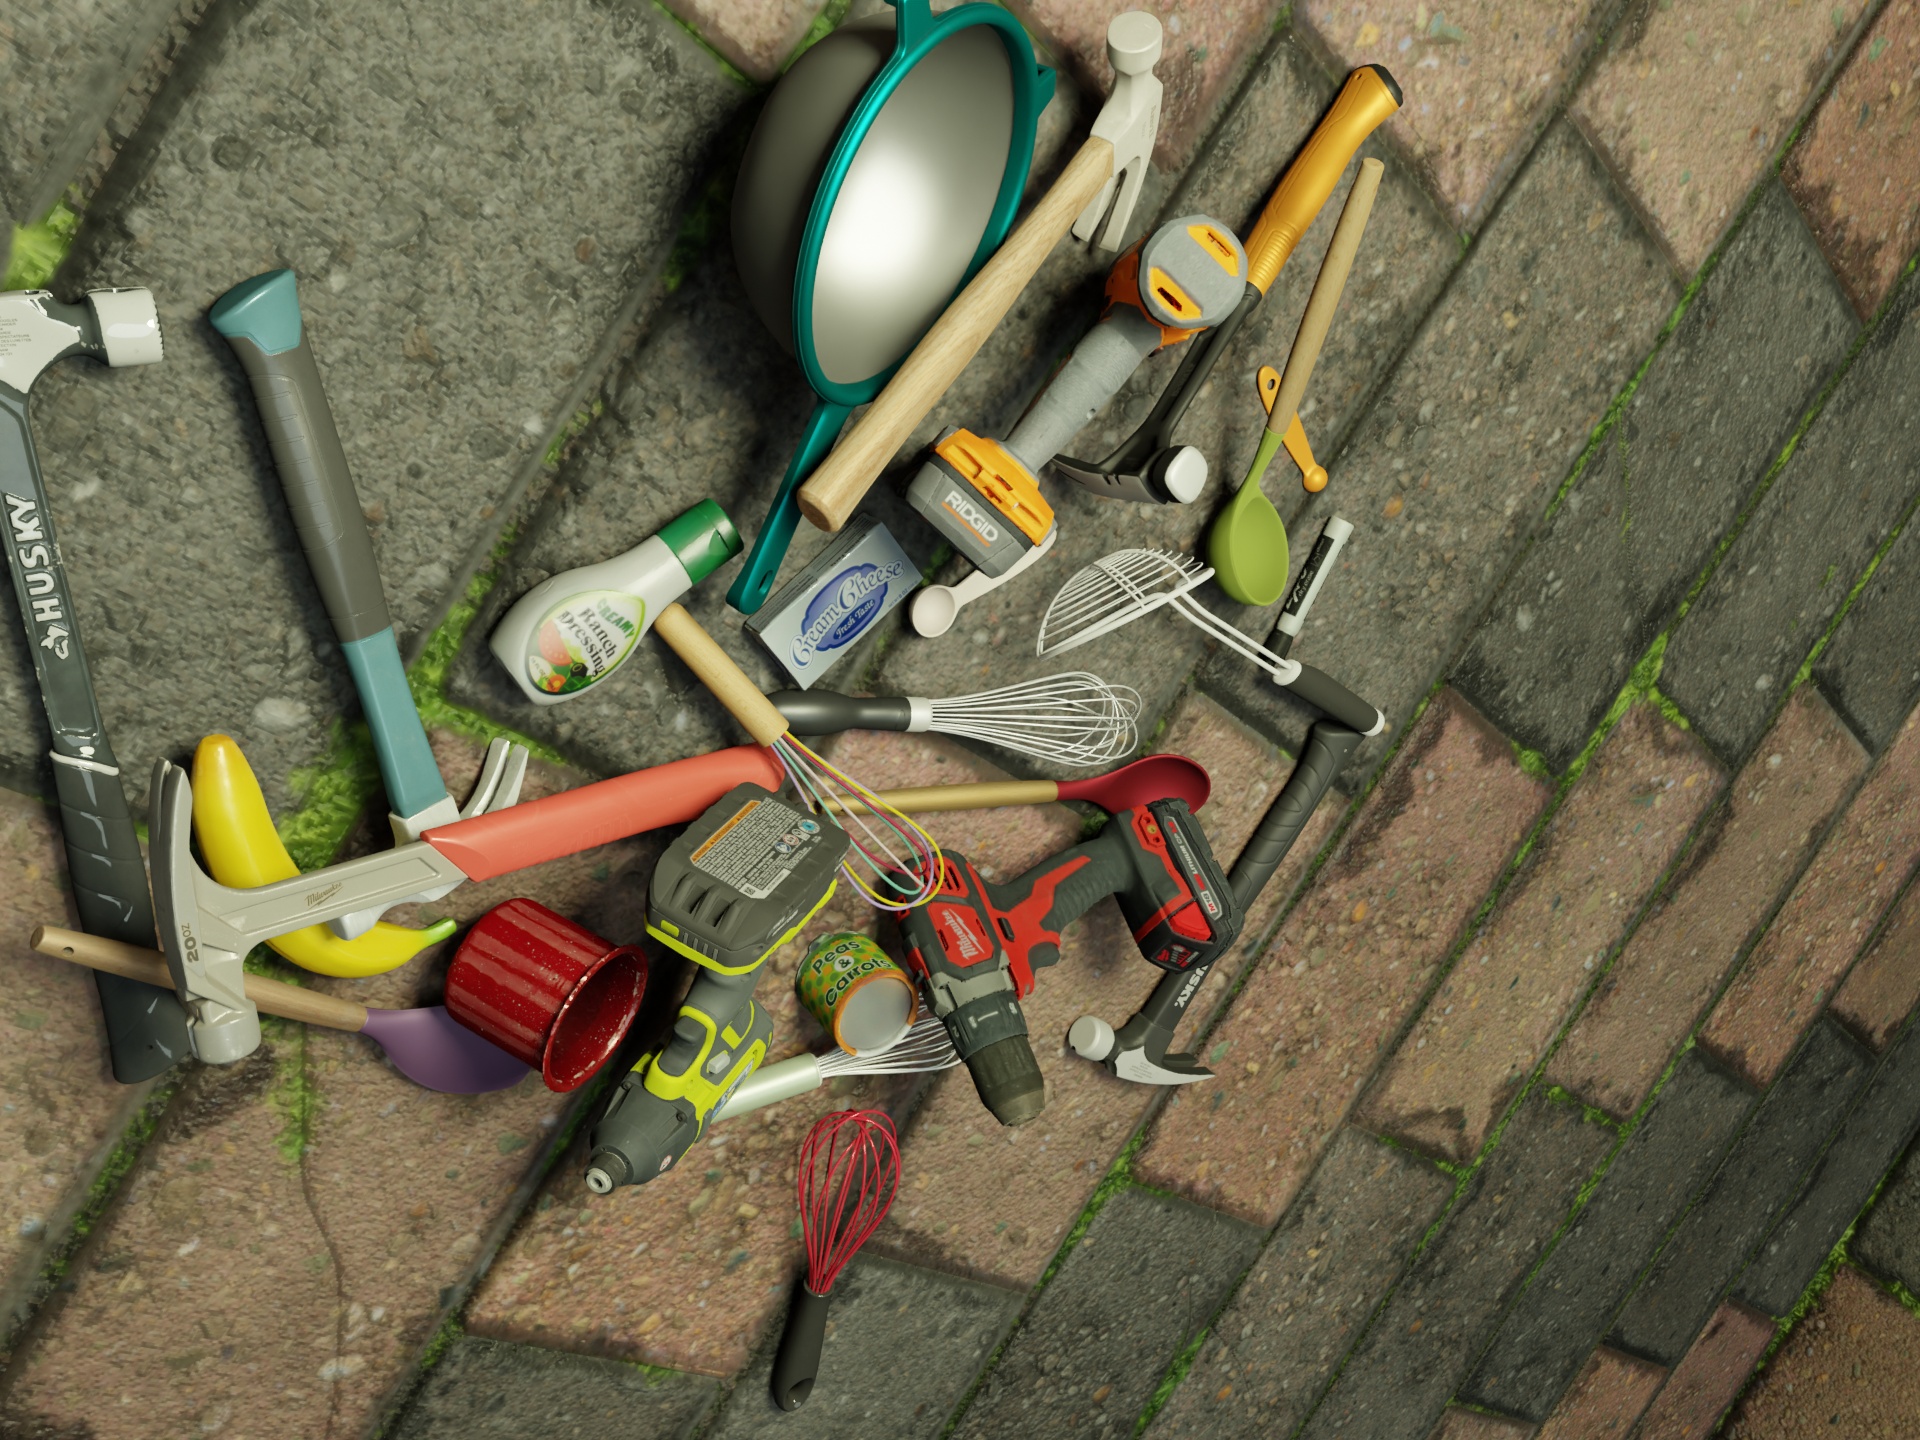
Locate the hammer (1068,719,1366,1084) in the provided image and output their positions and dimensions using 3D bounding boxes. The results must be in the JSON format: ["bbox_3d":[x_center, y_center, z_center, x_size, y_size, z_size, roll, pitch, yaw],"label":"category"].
[{"bbox_3d":[0.224,0.145,1.274,0.146,0.035,0.335,30,93,-39],"label":"hammer"}]

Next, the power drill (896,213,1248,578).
[{"bbox_3d":[0.064,-0.193,0.941,0.084,0.164,0.226,42,93,-10],"label":"power drill"}]

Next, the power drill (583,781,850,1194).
[{"bbox_3d":[-0.149,0.163,0.933,0.171,0.080,0.223,-47,161,-59],"label":"power drill"}]

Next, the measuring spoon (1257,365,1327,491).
[{"bbox_3d":[0.237,-0.205,1.128,0.021,0.011,0.116,-44,129,-8],"label":"measuring spoon"}]

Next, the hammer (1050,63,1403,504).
[{"bbox_3d":[0.180,-0.282,1.012,0.034,0.127,0.337,41,77,-36],"label":"hammer"}]

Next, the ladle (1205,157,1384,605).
[{"bbox_3d":[0.223,-0.206,1.026,0.078,0.062,0.320,-45,158,-41],"label":"ladle"}]

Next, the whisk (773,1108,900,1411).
[{"bbox_3d":[-0.101,0.399,1.166,0.073,0.073,0.295,-3,120,-33],"label":"whisk"}]

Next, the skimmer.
[{"bbox_3d":[0.197,-0.029,1.119,0.363,0.127,0.090,25,53,-40],"label":"skimmer"}]

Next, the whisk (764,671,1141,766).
[{"bbox_3d":[-0.001,-0.004,1.039,0.284,0.070,0.070,2,111,-30],"label":"whisk"}]

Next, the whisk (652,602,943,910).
[{"bbox_3d":[-0.094,0.022,0.956,0.244,0.047,0.051,49,39,-18],"label":"whisk"}]

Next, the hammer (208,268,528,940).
[{"bbox_3d":[-0.307,-0.057,0.805,0.128,0.033,0.330,-32,124,-40],"label":"hammer"}]

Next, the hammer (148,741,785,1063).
[{"bbox_3d":[-0.243,0.055,0.858,0.359,0.037,0.149,-17,114,-44],"label":"hammer"}]

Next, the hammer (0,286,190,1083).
[{"bbox_3d":[-0.431,0.003,0.765,0.149,0.036,0.408,-13,119,-28],"label":"hammer"}]

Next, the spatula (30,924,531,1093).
[{"bbox_3d":[-0.355,0.161,0.878,0.060,0.018,0.315,-54,139,2],"label":"spatula"}]

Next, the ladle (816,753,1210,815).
[{"bbox_3d":[0.043,0.052,1.112,0.315,0.031,0.069,-2,129,-31],"label":"ladle"}]

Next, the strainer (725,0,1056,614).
[{"bbox_3d":[-0.080,-0.224,0.846,0.340,0.095,0.211,-63,163,19],"label":"strainer"}]

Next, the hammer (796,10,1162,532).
[{"bbox_3d":[0.016,-0.235,0.885,0.331,0.031,0.130,-54,163,-16],"label":"hammer"}]

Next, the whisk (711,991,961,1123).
[{"bbox_3d":[-0.095,0.239,1.101,0.246,0.059,0.058,-14,83,-24],"label":"whisk"}]

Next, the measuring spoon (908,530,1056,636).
[{"bbox_3d":[0.013,-0.095,1.033,0.124,0.018,0.034,-35,127,-24],"label":"measuring spoon"}]

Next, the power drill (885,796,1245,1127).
[{"bbox_3d":[0.077,0.158,1.084,0.226,0.188,0.080,-14,157,-23],"label":"power drill"}]
